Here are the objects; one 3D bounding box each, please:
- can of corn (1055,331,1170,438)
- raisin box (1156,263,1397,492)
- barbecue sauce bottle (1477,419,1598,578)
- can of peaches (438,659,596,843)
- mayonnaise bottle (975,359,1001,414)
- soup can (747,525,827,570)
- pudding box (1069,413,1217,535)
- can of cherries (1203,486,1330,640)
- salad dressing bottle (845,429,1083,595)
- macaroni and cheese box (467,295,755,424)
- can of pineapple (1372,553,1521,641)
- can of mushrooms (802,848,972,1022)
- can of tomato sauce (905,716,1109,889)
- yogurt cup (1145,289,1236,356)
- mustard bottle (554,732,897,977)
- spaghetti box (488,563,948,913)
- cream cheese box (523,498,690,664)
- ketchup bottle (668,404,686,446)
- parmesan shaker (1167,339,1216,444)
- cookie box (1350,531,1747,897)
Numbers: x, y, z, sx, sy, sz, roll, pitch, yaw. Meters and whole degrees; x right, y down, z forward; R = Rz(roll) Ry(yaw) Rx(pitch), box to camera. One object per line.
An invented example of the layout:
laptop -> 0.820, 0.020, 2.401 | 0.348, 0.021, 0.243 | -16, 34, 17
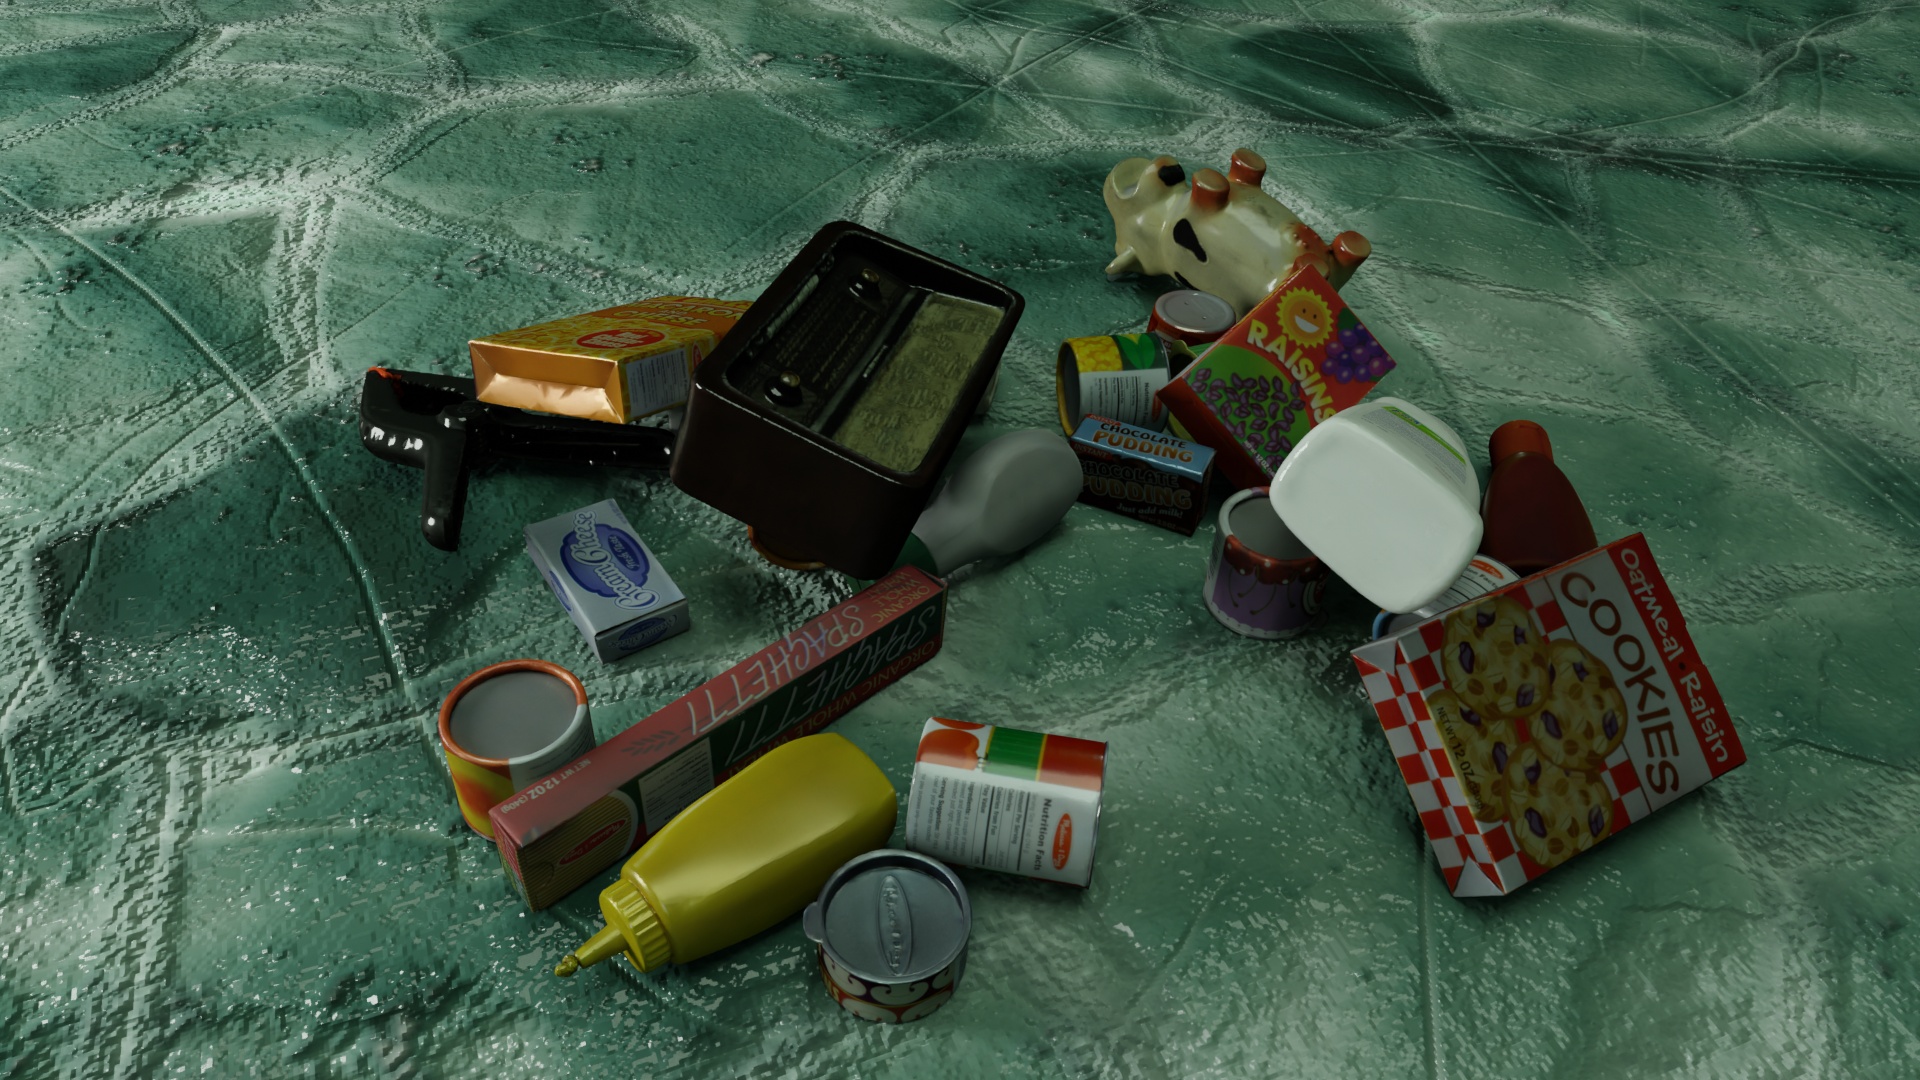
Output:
can of corn -> 0.096, -0.099, 0.888 | 0.058, 0.070, 0.071 | -5, 41, -9
raisin box -> 0.192, -0.096, 0.837 | 0.124, 0.040, 0.086 | -41, 91, -21
barbecue sauce bottle -> 0.339, -0.017, 0.827 | 0.065, 0.043, 0.149 | 10, 40, 7
can of peaches -> -0.205, 0.096, 0.644 | 0.071, 0.057, 0.071 | 2, 41, -2
mayonnaise bottle -> -0.049, -0.119, 0.921 | 0.148, 0.041, 0.065 | 8, 39, 7
soup can -> -0.092, -0.032, 0.799 | 0.071, 0.071, 0.084 | -4, 42, -8
pudding box -> 0.107, -0.041, 0.832 | 0.084, 0.049, 0.030 | 18, 44, 16
can of cherries -> 0.174, 0.012, 0.768 | 0.071, 0.058, 0.072 | 2, 40, -1
salad dressing bottle -> 0.003, -0.010, 0.784 | 0.148, 0.064, 0.044 | -34, 33, -26
macaroni and cheese box -> -0.193, -0.116, 0.855 | 0.124, 0.040, 0.167 | 11, 24, 30
can of pineapple -> 0.259, 0.050, 0.724 | 0.058, 0.070, 0.071 | -30, 51, -25
can of mushrooms -> -0.031, 0.168, 0.592 | 0.071, 0.033, 0.071 | 2, 41, -2
can of tomato sauce -> 0.022, 0.118, 0.631 | 0.083, 0.070, 0.071 | 8, 41, 6
yogurt cup -> 0.155, -0.133, 0.941 | 0.072, 0.053, 0.073 | 3, 41, -2
mustard bottle -> -0.104, 0.143, 0.604 | 0.161, 0.048, 0.065 | -27, 48, -30
spaghetti box -> -0.105, 0.087, 0.668 | 0.251, 0.049, 0.029 | -31, 52, -34
cream cheese box -> -0.194, 0.020, 0.760 | 0.053, 0.024, 0.104 | -22, 47, -26
ketchup bottle -> -0.104, -0.075, 0.862 | 0.149, 0.043, 0.065 | -2, 35, -6
parmesan shaker -> 0.190, -0.103, 0.895 | 0.103, 0.071, 0.071 | -15, 44, -20
cookie box -> 0.284, 0.079, 0.664 | 0.168, 0.040, 0.123 | -18, 82, -24
